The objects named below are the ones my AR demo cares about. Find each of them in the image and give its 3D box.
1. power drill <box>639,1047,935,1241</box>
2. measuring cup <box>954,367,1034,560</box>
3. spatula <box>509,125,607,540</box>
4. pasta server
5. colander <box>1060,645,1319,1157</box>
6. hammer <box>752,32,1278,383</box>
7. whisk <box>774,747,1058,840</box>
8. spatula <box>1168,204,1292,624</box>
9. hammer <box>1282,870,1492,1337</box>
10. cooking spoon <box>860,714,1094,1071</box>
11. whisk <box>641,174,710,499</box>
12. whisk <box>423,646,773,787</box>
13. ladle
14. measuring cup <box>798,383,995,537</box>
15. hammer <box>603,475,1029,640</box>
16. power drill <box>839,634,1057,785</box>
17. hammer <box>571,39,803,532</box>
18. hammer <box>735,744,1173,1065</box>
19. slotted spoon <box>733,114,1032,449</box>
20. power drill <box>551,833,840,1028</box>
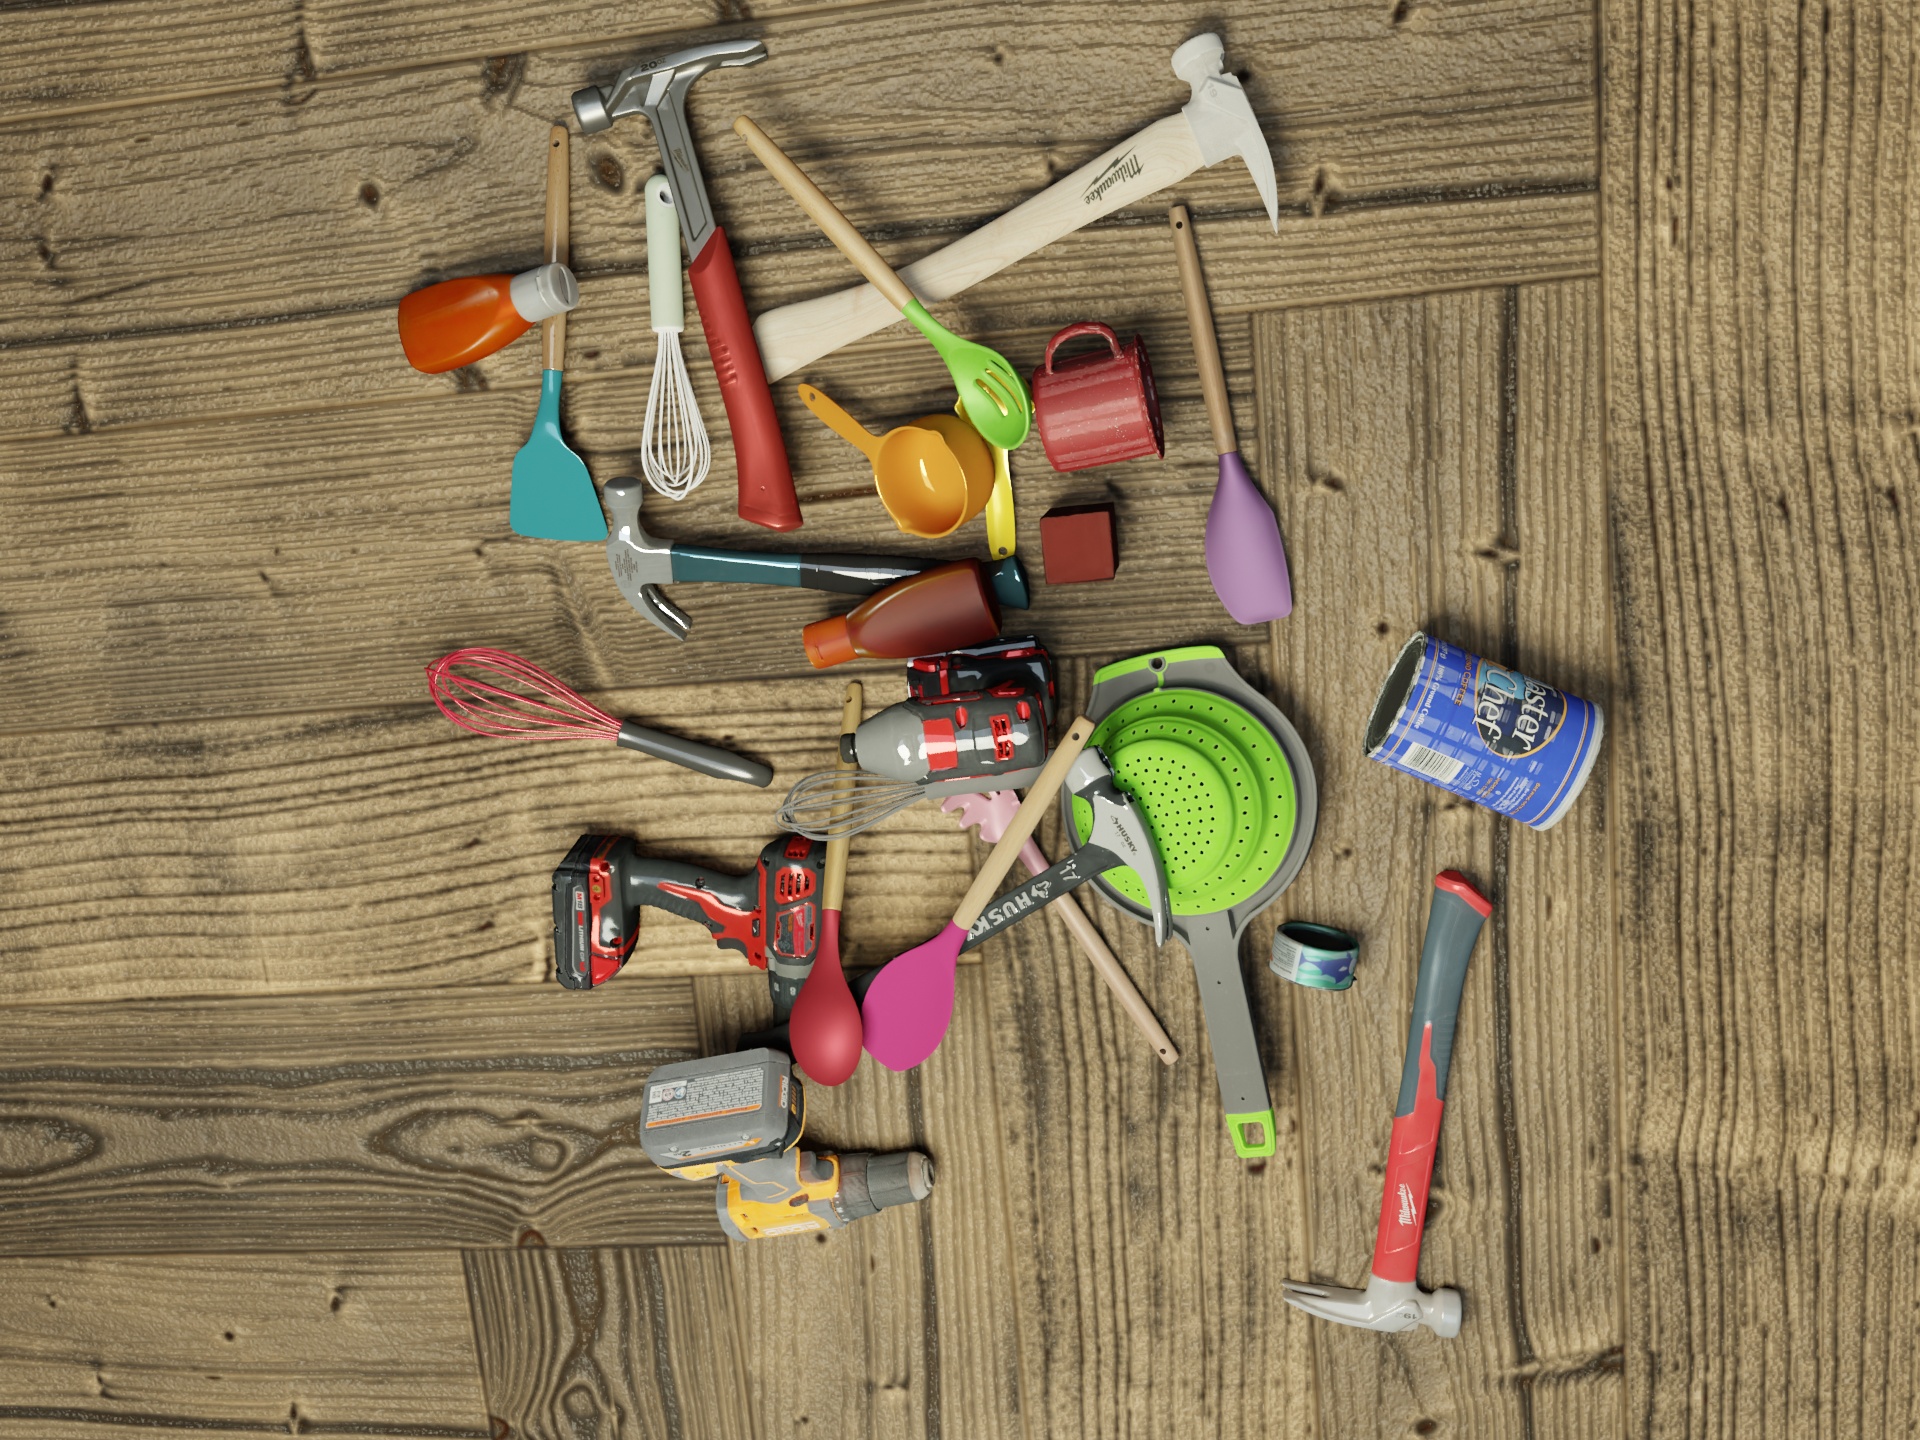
[{"bbox_3d":[-0.135,0.348,1.280,0.185,0.084,0.226,-12,139,12],"label":"power drill"},{"bbox_3d":[0.031,-0.195,1.227,0.062,0.029,0.156,1,113,12],"label":"measuring cup"},{"bbox_3d":[-0.318,-0.301,1.252,0.082,0.044,0.317,5,97,8],"label":"spatula"},{"bbox_3d":[0.082,0.152,1.279,0.060,0.040,0.316,-32,97,25],"label":"pasta server"},{"bbox_3d":[0.176,0.145,1.196,0.204,0.094,0.397,-12,90,23],"label":"colander"},{"bbox_3d":[0.029,-0.343,1.178,0.410,0.038,0.146,-24,87,14],"label":"hammer"},{"bbox_3d":[-0.024,0.052,1.212,0.239,0.055,0.055,-10,100,2],"label":"whisk"},{"bbox_3d":[0.193,-0.226,1.196,0.060,0.018,0.316,-10,100,19],"label":"spatula"},{"bbox_3d":[0.351,0.306,1.272,0.143,0.038,0.386,7,102,8],"label":"hammer"},{"bbox_3d":[0.013,0.129,1.164,0.069,0.017,0.318,36,110,16],"label":"cooking spoon"},{"bbox_3d":[-0.226,-0.295,1.231,0.057,0.059,0.246,-7,99,-35],"label":"whisk"},{"bbox_3d":[-0.294,0.004,1.292,0.296,0.073,0.073,18,103,-1],"label":"whisk"},{"bbox_3d":[-0.096,0.122,1.237,0.069,0.031,0.316,-6,72,32],"label":"ladle"},{"bbox_3d":[-0.047,-0.213,1.215,0.174,0.052,0.095,40,134,17],"label":"measuring cup"},{"bbox_3d":[-0.110,-0.117,1.240,0.331,0.033,0.128,4,122,3],"label":"hammer"},{"bbox_3d":[-0.002,-0.004,1.164,0.143,0.220,0.078,-7,100,9],"label":"power drill"},{"bbox_3d":[-0.171,-0.318,1.186,0.149,0.037,0.359,-16,90,1],"label":"hammer"},{"bbox_3d":[-0.020,0.184,1.215,0.409,0.036,0.149,-34,81,23],"label":"hammer"},{"bbox_3d":[-0.054,-0.323,1.158,0.314,0.031,0.070,47,147,0],"label":"slotted spoon"},{"bbox_3d":[-0.212,0.183,1.308,0.226,0.080,0.187,3,109,3],"label":"power drill"}]
